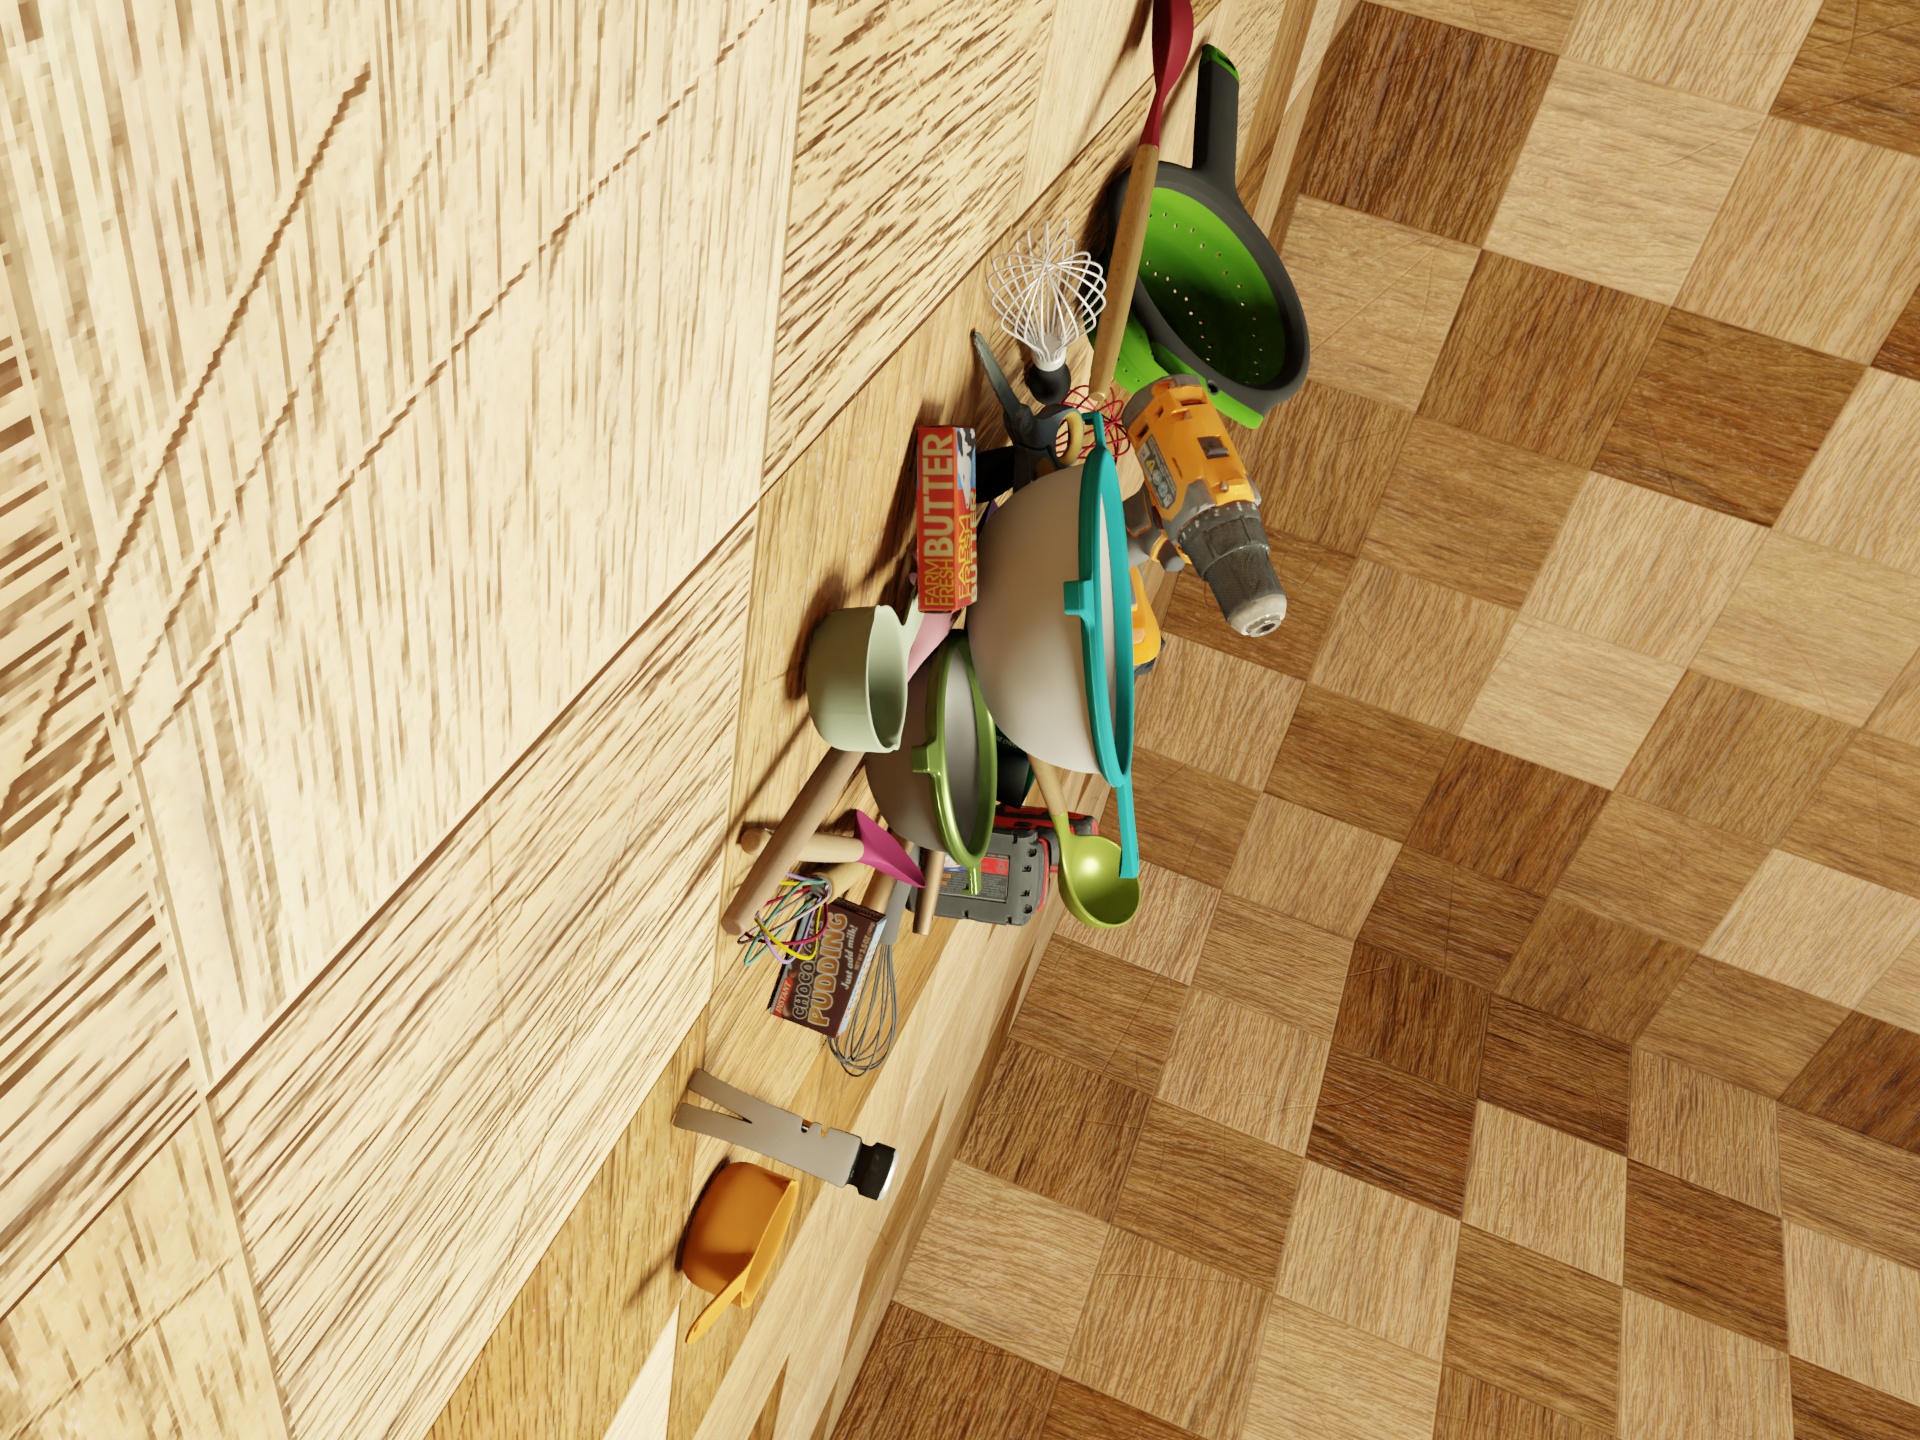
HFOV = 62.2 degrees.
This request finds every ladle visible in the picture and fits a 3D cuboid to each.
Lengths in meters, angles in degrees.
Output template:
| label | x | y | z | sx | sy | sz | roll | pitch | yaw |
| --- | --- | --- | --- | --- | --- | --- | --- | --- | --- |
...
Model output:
| label | x | y | z | sx | sy | sz | roll | pitch | yaw |
| --- | --- | --- | --- | --- | --- | --- | --- | --- | --- |
| ladle | 0.112 | -0.337 | 0.997 | 0.069 | 0.031 | 0.316 | 93 | 9 | -70 |
| ladle | 0.080 | 0.052 | 1.218 | 0.319 | 0.062 | 0.078 | 68 | 33 | -45 |

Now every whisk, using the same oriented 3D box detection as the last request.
| label | x | y | z | sx | sy | sz | roll | pitch | yaw |
| --- | --- | --- | --- | --- | --- | --- | --- | --- | --- |
| whisk | 0.055 | -0.240 | 0.999 | 0.284 | 0.070 | 0.070 | 41 | 70 | -85 |
| whisk | -0.060 | 0.169 | 1.238 | 0.055 | 0.055 | 0.239 | -41 | 146 | -71 |
| whisk | -0.088 | 0.108 | 0.951 | 0.245 | 0.047 | 0.051 | -18 | 127 | -82 |
| whisk | 0.060 | -0.193 | 1.128 | 0.296 | 0.073 | 0.073 | -38 | 148 | -61 |

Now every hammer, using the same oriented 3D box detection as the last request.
| label | x | y | z | sx | sy | sz | roll | pitch | yaw |
| --- | --- | --- | --- | --- | --- | --- | --- | --- | --- |
| hammer | -0.115 | 0.274 | 1.049 | 0.336 | 0.127 | 0.034 | 114 | -2 | -74 |

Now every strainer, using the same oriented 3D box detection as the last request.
| label | x | y | z | sx | sy | sz | roll | pitch | yaw |
| --- | --- | --- | --- | --- | --- | --- | --- | --- | --- |
| strainer | -0.020 | -0.023 | 1.039 | 0.151 | 0.069 | 0.257 | 71 | 19 | -49 |
| strainer | 0.063 | -0.016 | 1.037 | 0.211 | 0.095 | 0.340 | -81 | 165 | -47 |

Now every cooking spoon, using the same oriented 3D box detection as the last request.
| label | x | y | z | sx | sy | sz | roll | pitch | yaw |
| --- | --- | --- | --- | --- | --- | --- | --- | --- | --- |
| cooking spoon | -0.074 | 0.078 | 0.971 | 0.017 | 0.069 | 0.318 | -42 | 167 | 5 |

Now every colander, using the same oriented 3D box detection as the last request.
| label | x | y | z | sx | sy | sz | roll | pitch | yaw |
| --- | --- | --- | --- | --- | --- | --- | --- | --- | --- |
| colander | 0.169 | -0.374 | 1.234 | 0.094 | 0.204 | 0.397 | -31 | -139 | 45 |

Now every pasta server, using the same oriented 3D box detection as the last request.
| label | x | y | z | sx | sy | sz | roll | pitch | yaw |
| --- | --- | --- | --- | --- | --- | --- | --- | --- | --- |
| pasta server | -0.061 | 0.001 | 0.878 | 0.316 | 0.040 | 0.060 | -60 | 167 | -45 |

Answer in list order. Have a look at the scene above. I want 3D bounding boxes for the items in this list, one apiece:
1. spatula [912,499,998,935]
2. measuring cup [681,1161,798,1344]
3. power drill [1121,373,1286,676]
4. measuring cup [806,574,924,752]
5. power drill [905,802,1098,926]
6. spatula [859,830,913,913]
| label | x | y | z | sx | sy | sz | roll | pitch | yaw |
| --- | --- | --- | --- | --- | --- | --- | --- | --- | --- |
| spatula | -0.002 | -0.004 | 1.138 | 0.059 | 0.018 | 0.316 | 36 | 63 | -77 |
| measuring cup | -0.159 | 0.344 | 1.020 | 0.173 | 0.052 | 0.095 | -26 | 136 | -74 |
| power drill | 0.137 | -0.104 | 1.117 | 0.084 | 0.185 | 0.226 | -10 | 158 | -28 |
| measuring cup | -0.047 | -0.044 | 0.861 | 0.168 | 0.038 | 0.083 | -72 | 158 | -59 |
| power drill | 0.030 | 0.114 | 1.380 | 0.219 | 0.143 | 0.078 | -15 | 110 | -72 |
| spatula | -0.026 | 0.070 | 1.167 | 0.044 | 0.082 | 0.318 | 43 | 64 | -44 |
